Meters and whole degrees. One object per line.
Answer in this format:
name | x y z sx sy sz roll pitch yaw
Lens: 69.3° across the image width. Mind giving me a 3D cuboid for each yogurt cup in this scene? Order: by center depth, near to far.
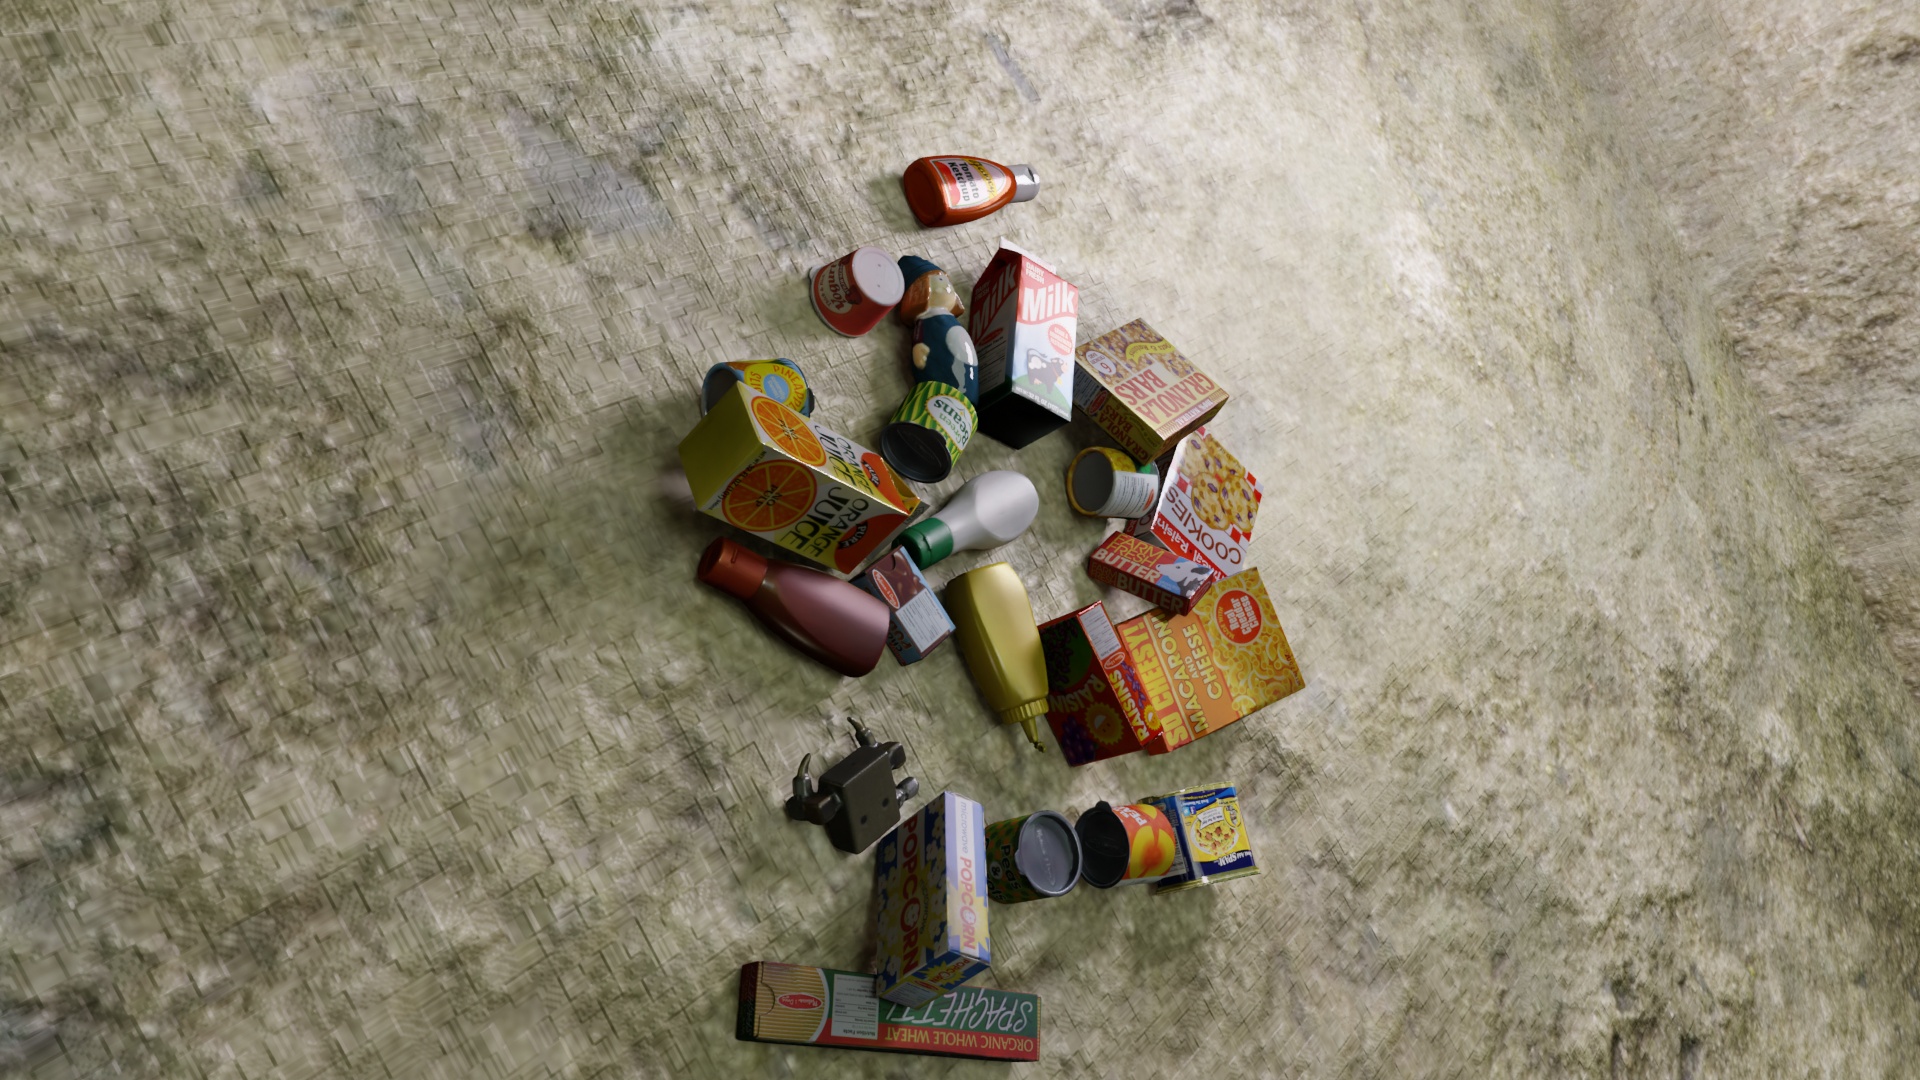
yogurt cup | -0.084 -0.212 1.171 0.072 0.053 0.072 17 62 -36

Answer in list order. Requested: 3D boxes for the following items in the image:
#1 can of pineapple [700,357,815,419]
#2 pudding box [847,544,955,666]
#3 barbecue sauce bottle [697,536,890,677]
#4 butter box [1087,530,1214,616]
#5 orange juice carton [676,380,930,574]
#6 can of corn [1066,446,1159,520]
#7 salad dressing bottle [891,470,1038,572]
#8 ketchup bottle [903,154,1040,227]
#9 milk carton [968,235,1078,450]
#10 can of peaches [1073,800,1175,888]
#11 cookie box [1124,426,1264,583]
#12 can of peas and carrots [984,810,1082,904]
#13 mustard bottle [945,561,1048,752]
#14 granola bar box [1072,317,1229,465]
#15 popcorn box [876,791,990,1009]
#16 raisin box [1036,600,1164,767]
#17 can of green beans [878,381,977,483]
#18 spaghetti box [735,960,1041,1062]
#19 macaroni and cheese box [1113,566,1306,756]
can of pineapple | -0.155 -0.105 1.053 0.058 0.070 0.071 -11 79 -42
pudding box | -0.046 0.052 1.108 0.050 0.030 0.083 -39 99 -42
barbecue sauce bottle | -0.123 0.045 1.035 0.148 0.043 0.065 31 54 -27
butter box | 0.173 0.029 1.267 0.053 0.103 0.024 -42 146 -43
orange juice carton | -0.109 -0.036 1.032 0.192 0.071 0.073 27 27 -44
can of corn | 0.139 -0.054 1.290 0.058 0.071 0.071 3 70 -40
salad dressing bottle | 0.004 -0.015 1.171 0.148 0.044 0.064 -27 93 -43
ketchup bottle | 0.015 -0.334 1.315 0.149 0.043 0.064 -20 85 -44
milk carton | 0.056 -0.188 1.268 0.072 0.073 0.191 23 58 -32
can of peaches | 0.136 0.251 1.154 0.058 0.071 0.071 7 68 -40
cookie box | 0.233 -0.026 1.375 0.123 0.040 0.168 41 49 -21
can of peas and carrots | 0.050 0.249 1.087 0.071 0.058 0.071 17 62 -34
mustard bottle | 0.038 0.100 1.146 0.065 0.048 0.160 -13 82 -35
granola bar box | 0.173 -0.145 1.331 0.124 0.039 0.166 43 36 11
popcorn box | -0.020 0.254 0.985 0.038 0.085 0.127 27 40 -28
raisin box | 0.106 0.122 1.171 0.040 0.086 0.123 -26 90 -46
can of green beans | -0.026 -0.091 1.160 0.071 0.071 0.058 45 49 -17
spaghetti box | -0.044 0.338 0.988 0.250 0.028 0.050 19 60 -34
macaroni and cheese box | 0.223 0.110 1.277 0.167 0.040 0.123 -20 86 -26
